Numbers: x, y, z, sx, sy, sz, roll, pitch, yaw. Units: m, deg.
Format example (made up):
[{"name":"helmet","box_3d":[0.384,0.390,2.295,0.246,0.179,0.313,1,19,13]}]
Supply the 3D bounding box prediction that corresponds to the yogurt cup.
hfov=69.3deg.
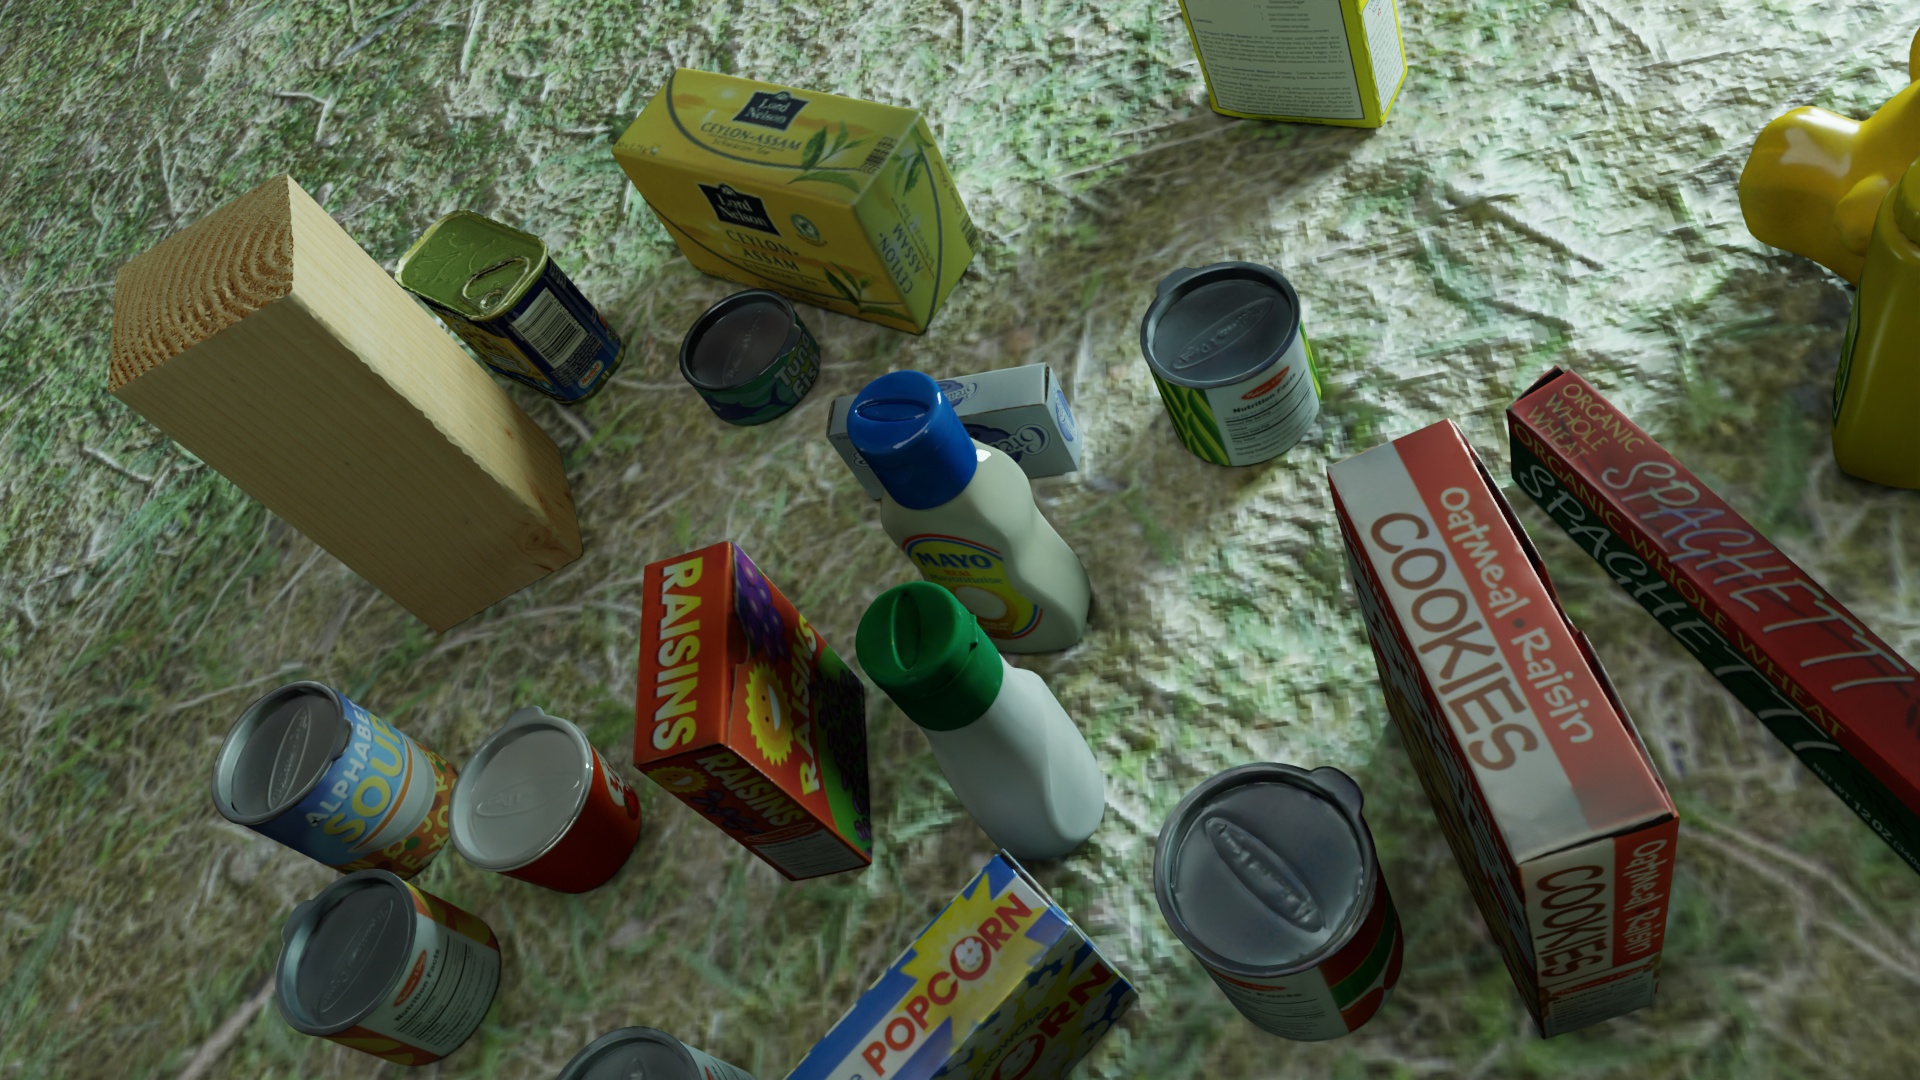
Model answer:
[{"name":"yogurt cup","box_3d":[-0.173,0.115,0.590,0.072,0.053,0.073,-12,54,17]}]

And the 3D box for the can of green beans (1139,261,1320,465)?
[{"name":"can of green beans","box_3d":[0.115,-0.074,0.586,0.071,0.057,0.071,-12,55,17]}]

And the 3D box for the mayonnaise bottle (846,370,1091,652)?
[{"name":"mayonnaise bottle","box_3d":[0.002,-0.007,0.533,0.065,0.147,0.041,2,60,25]}]

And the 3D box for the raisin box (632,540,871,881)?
[{"name":"raisin box","box_3d":[-0.076,0.069,0.533,0.040,0.123,0.086,-15,54,15]}]

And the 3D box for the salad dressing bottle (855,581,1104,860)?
[{"name":"salad dressing bottle","box_3d":[0.010,0.064,0.482,0.044,0.147,0.064,-15,54,15]}]

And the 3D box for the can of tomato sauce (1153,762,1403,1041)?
[{"name":"can of tomato sauce","box_3d":[0.105,0.116,0.446,0.071,0.082,0.071,-12,55,17]}]

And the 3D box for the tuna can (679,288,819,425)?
[{"name":"tuna can","box_3d":[-0.106,-0.094,0.714,0.071,0.032,0.071,-12,54,17]}]

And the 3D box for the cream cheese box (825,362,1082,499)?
[{"name":"cream cheese box","box_3d":[-0.002,-0.048,0.623,0.104,0.053,0.024,-7,56,20]}]

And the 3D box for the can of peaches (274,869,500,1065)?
[{"name":"can of peaches","box_3d":[-0.236,0.176,0.574,0.071,0.058,0.071,-12,55,17]}]

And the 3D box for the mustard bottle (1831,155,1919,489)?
[{"name":"mustard bottle","box_3d":[0.310,-0.079,0.437,0.049,0.159,0.065,12,65,30]}]

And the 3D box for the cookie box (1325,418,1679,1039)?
[{"name":"cookie box","box_3d":[0.158,0.061,0.406,0.040,0.167,0.123,-22,52,10]}]

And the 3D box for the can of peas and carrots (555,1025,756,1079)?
[{"name":"can of peas and carrots","box_3d":[-0.108,0.213,0.492,0.071,0.058,0.071,-12,55,17]}]

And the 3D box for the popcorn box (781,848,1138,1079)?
[{"name":"popcorn box","box_3d":[-0.006,0.172,0.457,0.127,0.085,0.038,-45,52,-9]}]

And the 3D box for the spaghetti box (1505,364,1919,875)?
[{"name":"spaghetti box","box_3d":[0.267,0.037,0.448,0.029,0.050,0.251,-33,51,1]}]

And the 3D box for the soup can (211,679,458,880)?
[{"name":"soup can","box_3d":[-0.273,0.110,0.619,0.071,0.083,0.072,-12,55,17]}]
